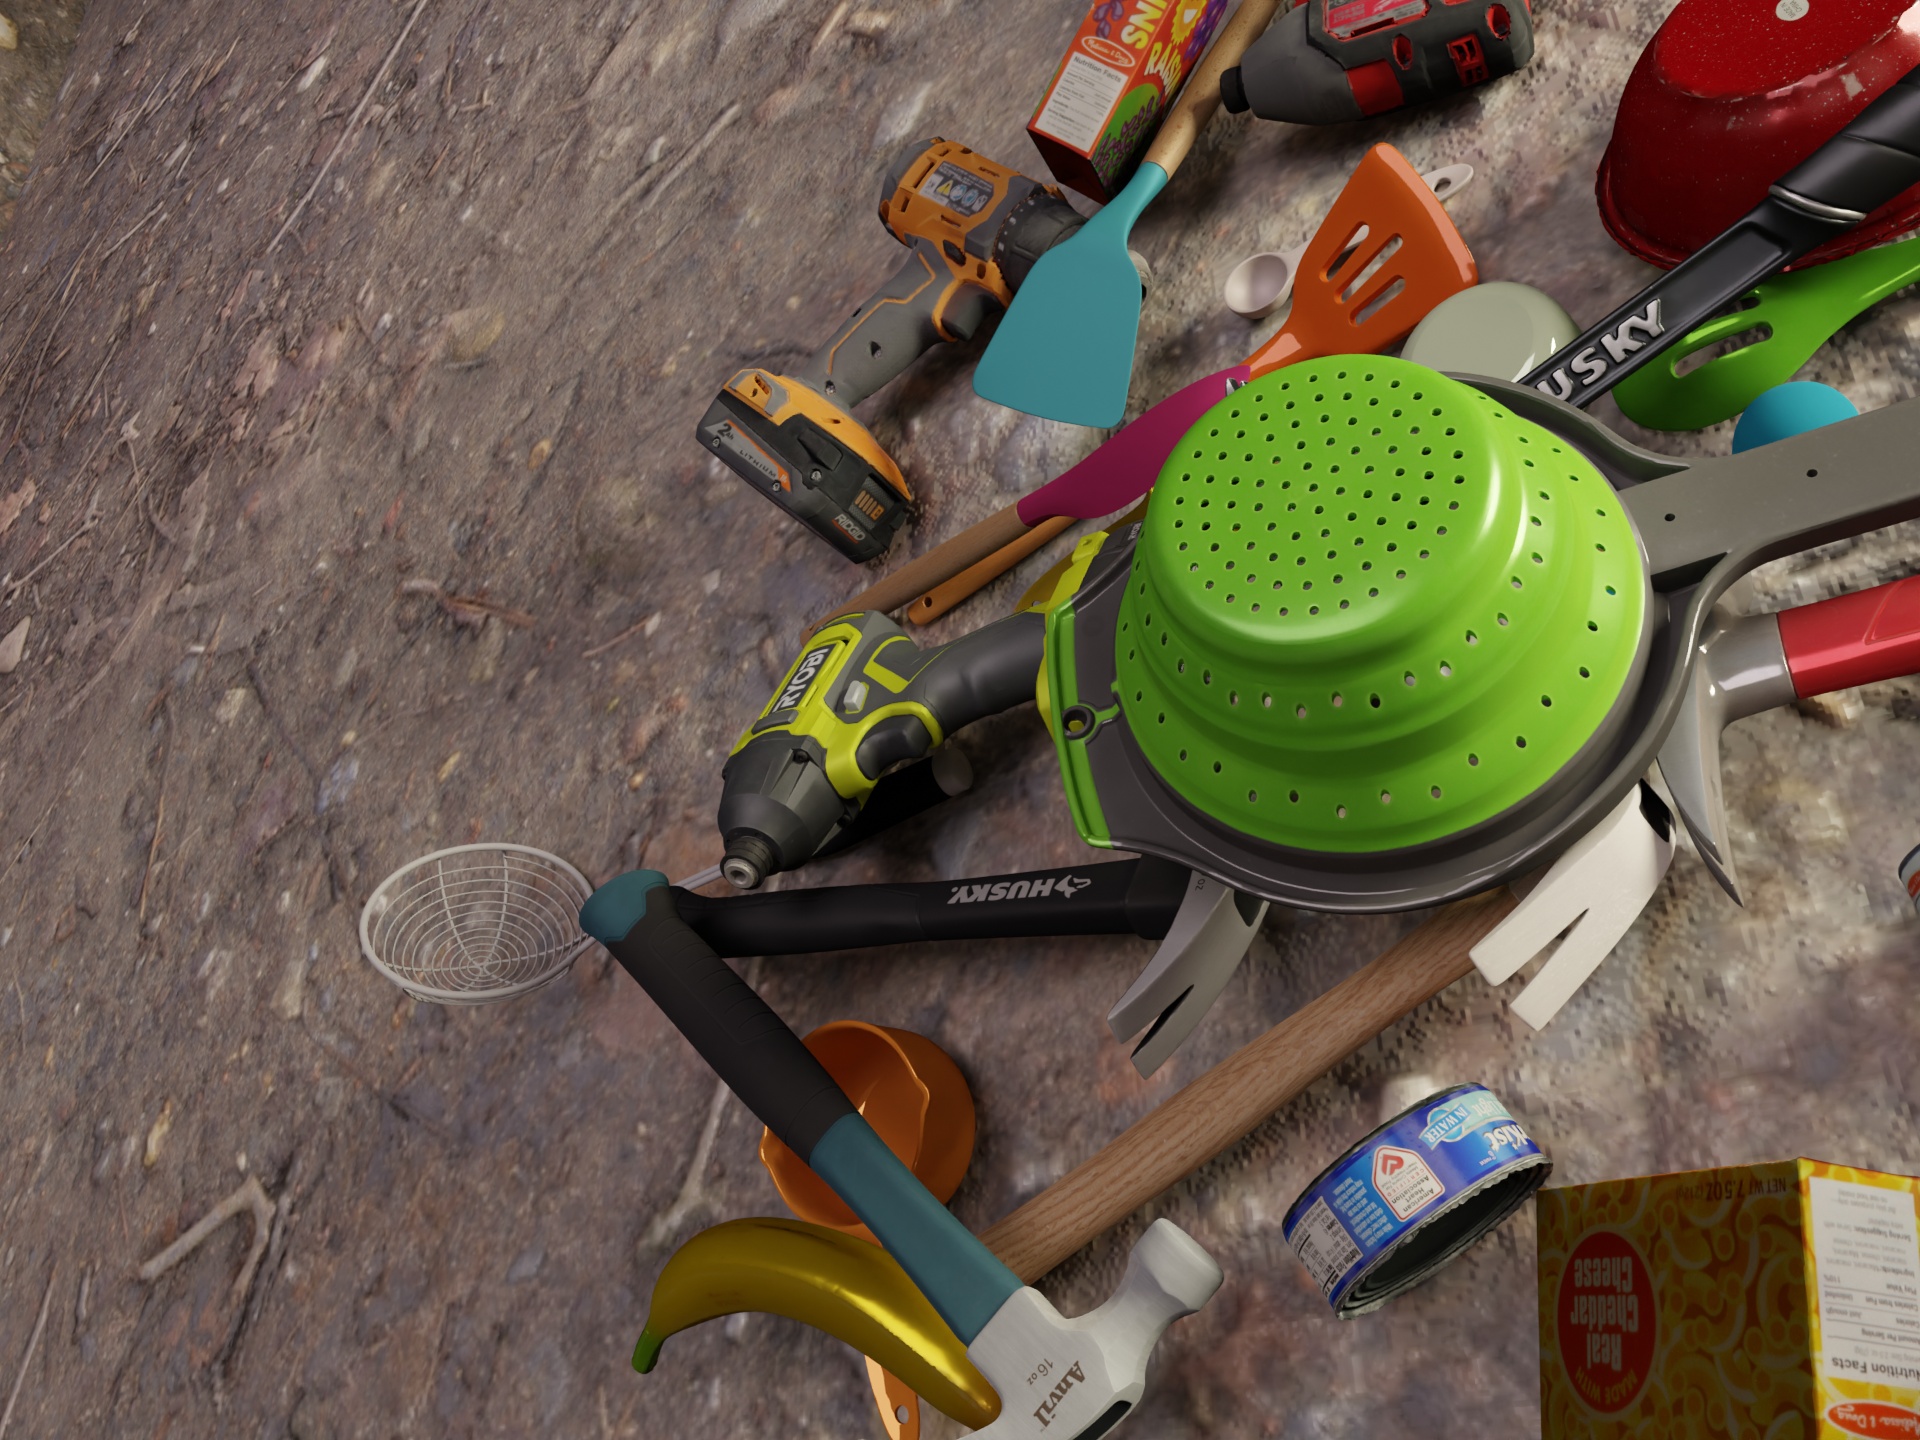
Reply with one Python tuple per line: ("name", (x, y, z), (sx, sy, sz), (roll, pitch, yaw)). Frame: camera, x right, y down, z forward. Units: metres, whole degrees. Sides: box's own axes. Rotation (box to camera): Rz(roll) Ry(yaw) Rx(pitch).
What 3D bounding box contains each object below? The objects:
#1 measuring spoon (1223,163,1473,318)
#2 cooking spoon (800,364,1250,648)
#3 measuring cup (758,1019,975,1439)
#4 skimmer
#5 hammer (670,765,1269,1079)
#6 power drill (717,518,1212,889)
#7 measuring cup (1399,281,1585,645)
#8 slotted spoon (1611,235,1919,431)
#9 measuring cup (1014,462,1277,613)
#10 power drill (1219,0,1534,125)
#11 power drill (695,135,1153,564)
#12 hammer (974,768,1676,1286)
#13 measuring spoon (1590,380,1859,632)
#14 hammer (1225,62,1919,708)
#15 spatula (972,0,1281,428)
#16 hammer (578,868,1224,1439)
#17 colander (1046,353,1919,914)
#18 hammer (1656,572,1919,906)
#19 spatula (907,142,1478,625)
("measuring spoon", (0.183, -0.224, 0.748), (0.124, 0.018, 0.034), (-25, 53, 21))
("cooking spoon", (0.015, -0.090, 0.765), (0.319, 0.017, 0.069), (-25, 31, 46))
("measuring cup", (-0.027, 0.214, 0.675), (0.095, 0.052, 0.174), (-27, 64, 28))
("skimmer", (-0.163, 0.066, 0.837), (0.363, 0.090, 0.127), (-24, 24, 27))
("hammer", (-0.026, 0.088, 0.693), (0.335, 0.035, 0.146), (-9, 37, 34))
("power drill", (-0.001, -0.002, 0.705), (0.223, 0.080, 0.171), (-16, 30, 31))
("measuring cup", (0.207, -0.102, 0.642), (0.083, 0.038, 0.168), (-1, 68, 40))
("slotted spoon", (0.379, -0.180, 0.545), (0.314, 0.031, 0.070), (-20, 61, 31))
("measuring cup", (0.084, -0.088, 0.749), (0.156, 0.029, 0.062), (-37, 84, 37))
("power drill", (0.196, -0.389, 0.771), (0.143, 0.078, 0.220), (-8, 66, 29))
("power drill", (-0.017, -0.197, 0.859), (0.186, 0.084, 0.226), (38, 90, 37))
("hammer", (0.112, 0.129, 0.576), (0.031, 0.130, 0.331), (47, 115, 0))
("measuring spoon", (0.270, -0.072, 0.580), (0.128, 0.021, 0.042), (-46, 66, 16))
("hammer", (0.272, -0.168, 0.548), (0.409, 0.036, 0.149), (-38, 80, 25))
("spatula", (0.108, -0.283, 0.798), (0.082, 0.044, 0.318), (20, 66, 27))
("hammer", (-0.056, 0.156, 0.626), (0.128, 0.033, 0.331), (-50, 50, -4))
("colander", (0.199, -0.072, 0.489), (0.397, 0.094, 0.205), (-17, 57, 17))
("hammer", (0.391, -0.047, 0.435), (0.386, 0.038, 0.143), (-17, 38, 31))
("spatula", (0.092, -0.137, 0.758), (0.322, 0.041, 0.081), (-35, 75, 25))
